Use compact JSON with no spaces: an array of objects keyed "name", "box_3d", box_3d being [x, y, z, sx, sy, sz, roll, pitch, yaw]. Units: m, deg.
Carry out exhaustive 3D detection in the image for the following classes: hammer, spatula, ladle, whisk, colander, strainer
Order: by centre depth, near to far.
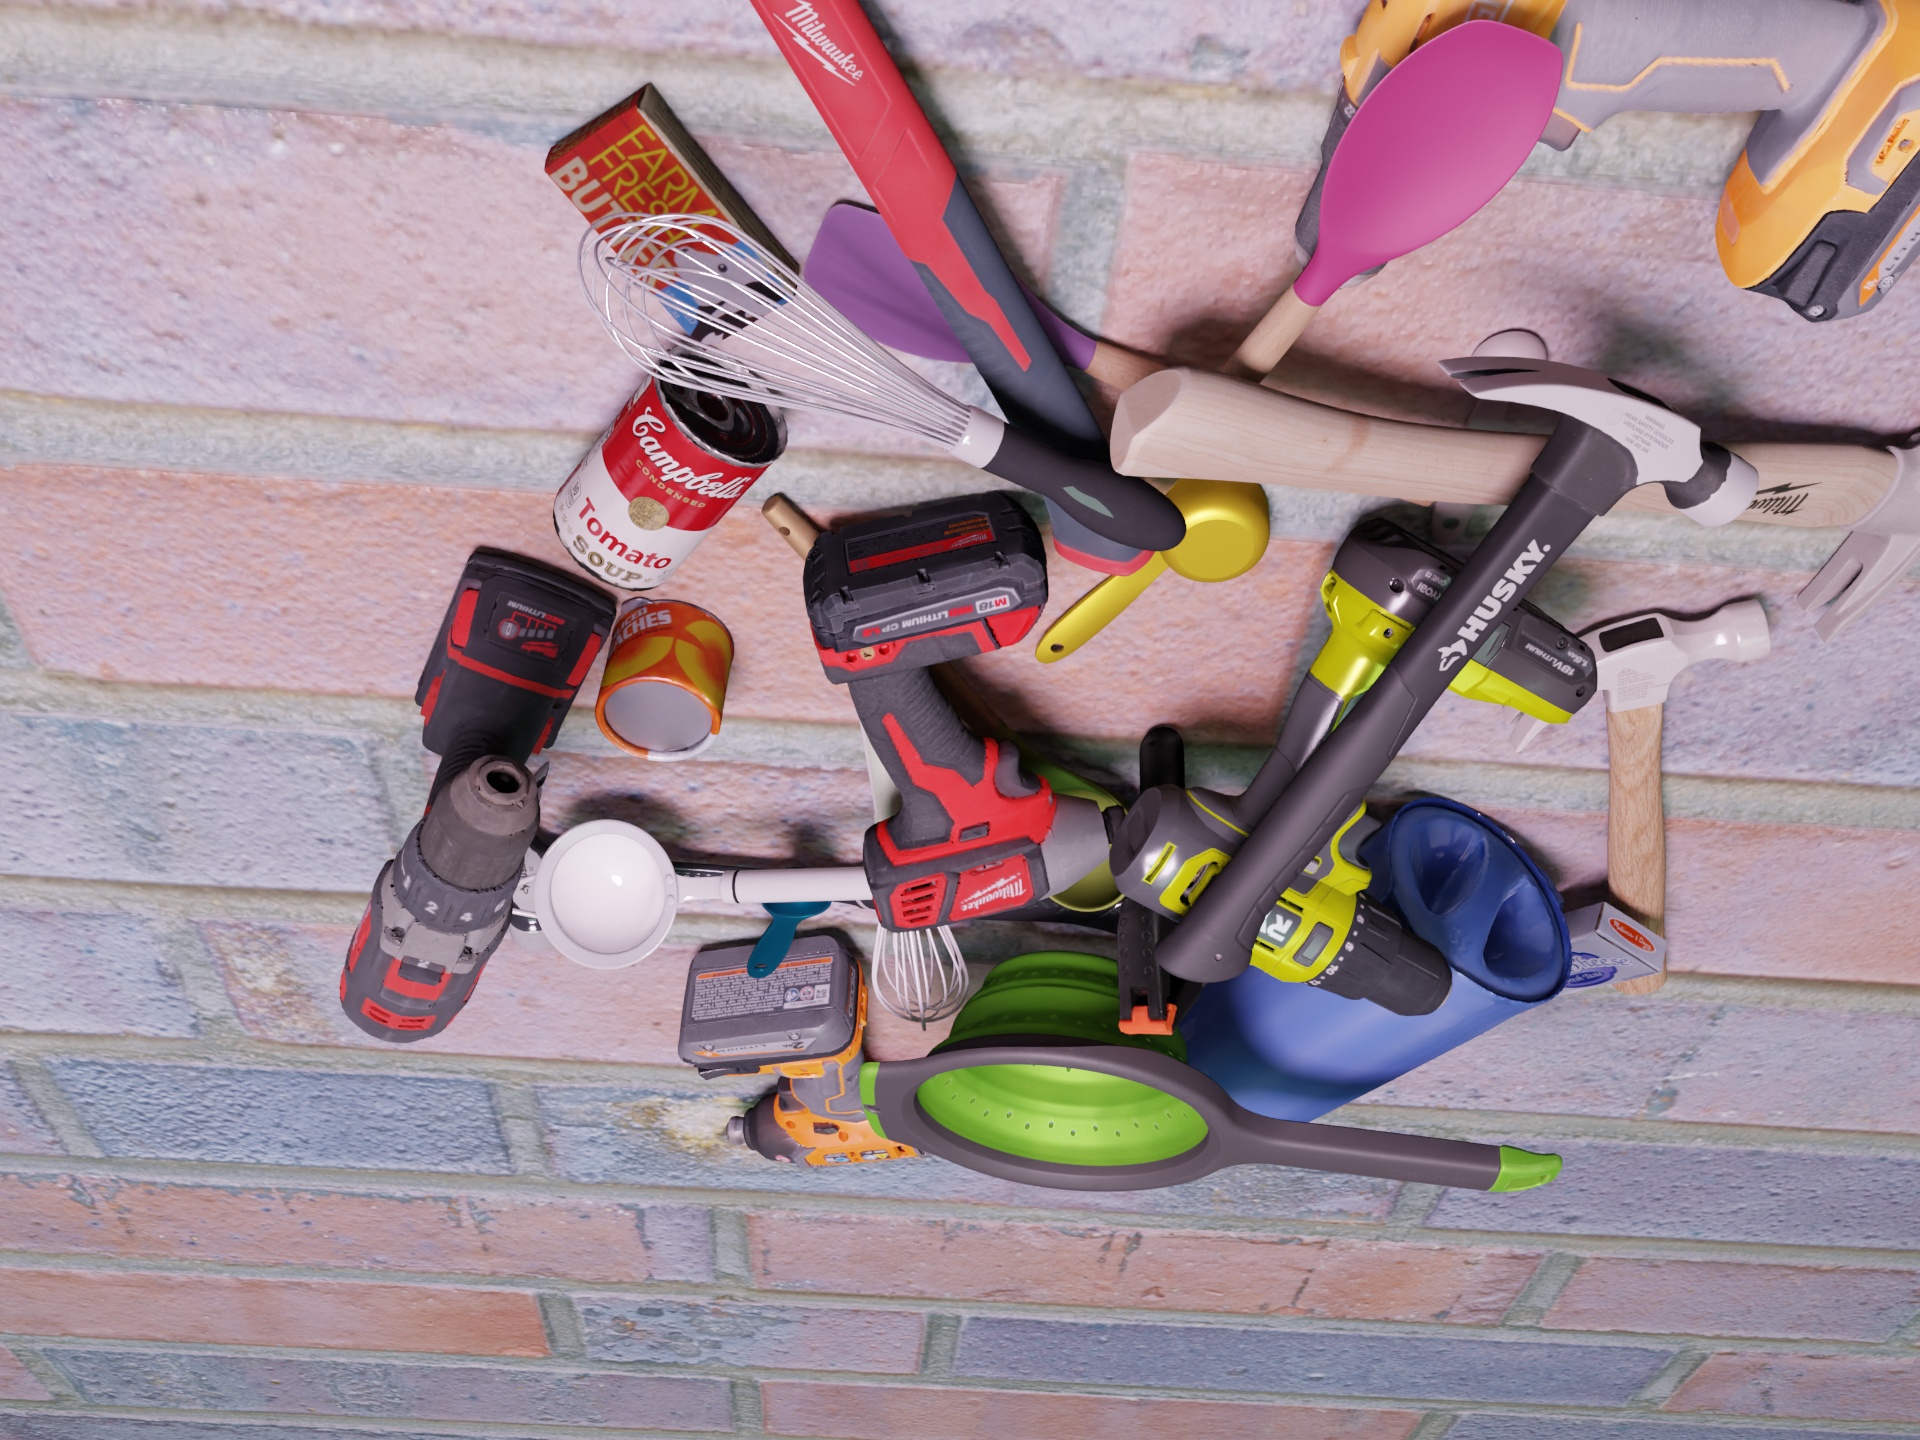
[{"name":"hammer","box_3d":[0.002,-0.210,0.637,0.143,0.038,0.385,-22,128,20]},{"name":"whisk","box_3d":[-0.021,-0.130,0.650,0.284,0.070,0.070,21,133,-25]},{"name":"hammer","box_3d":[0.189,-0.008,0.709,0.146,0.035,0.334,23,117,-23]},{"name":"hammer","box_3d":[0.264,-0.105,0.716,0.410,0.038,0.146,2,138,-13]},{"name":"spatula","box_3d":[0.080,-0.155,0.723,0.315,0.018,0.059,18,134,-15]},{"name":"ladle","box_3d":[-0.001,-0.003,0.861,0.078,0.062,0.319,-20,130,33]},{"name":"strainer","box_3d":[-0.138,0.097,0.913,0.258,0.087,0.050,-3,179,13]},{"name":"whisk","box_3d":[-0.035,0.080,0.921,0.059,0.058,0.246,-4,119,6]},{"name":"colander","box_3d":[0.144,0.207,0.934,0.397,0.095,0.204,5,145,6]},{"name":"hammer","box_3d":[0.394,0.063,0.934,0.130,0.031,0.331,-11,135,13]},{"name":"hammer","box_3d":[-0.080,0.099,0.986,0.409,0.036,0.149,4,136,-3]}]

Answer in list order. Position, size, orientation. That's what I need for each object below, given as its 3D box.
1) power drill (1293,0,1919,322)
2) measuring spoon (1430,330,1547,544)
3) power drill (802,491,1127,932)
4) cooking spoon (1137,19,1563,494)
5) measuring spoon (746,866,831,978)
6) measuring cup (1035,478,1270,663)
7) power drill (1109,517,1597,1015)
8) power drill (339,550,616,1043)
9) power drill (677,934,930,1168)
[{"name":"power drill","box_3d":[0.251,-0.223,0.604,0.226,0.084,0.185,14,140,-7]},{"name":"measuring spoon","box_3d":[0.245,-0.126,0.748,0.034,0.018,0.124,3,137,-2]},{"name":"power drill","box_3d":[0.006,0.005,0.806,0.143,0.079,0.219,-13,122,-1]},{"name":"cooking spoon","box_3d":[0.131,-0.162,0.661,0.068,0.017,0.318,11,150,-18]},{"name":"measuring spoon","box_3d":[-0.112,0.123,0.979,0.042,0.021,0.128,9,143,-17]},{"name":"measuring cup","box_3d":[0.092,-0.066,0.807,0.062,0.029,0.156,30,128,-27]},{"name":"power drill","box_3d":[0.210,0.034,0.799,0.190,0.080,0.228,28,107,-10]},{"name":"power drill","box_3d":[-0.229,0.022,0.766,0.080,0.227,0.187,21,134,-19]},{"name":"power drill","box_3d":[-0.115,0.244,1.108,0.164,0.084,0.226,-9,139,12]}]
